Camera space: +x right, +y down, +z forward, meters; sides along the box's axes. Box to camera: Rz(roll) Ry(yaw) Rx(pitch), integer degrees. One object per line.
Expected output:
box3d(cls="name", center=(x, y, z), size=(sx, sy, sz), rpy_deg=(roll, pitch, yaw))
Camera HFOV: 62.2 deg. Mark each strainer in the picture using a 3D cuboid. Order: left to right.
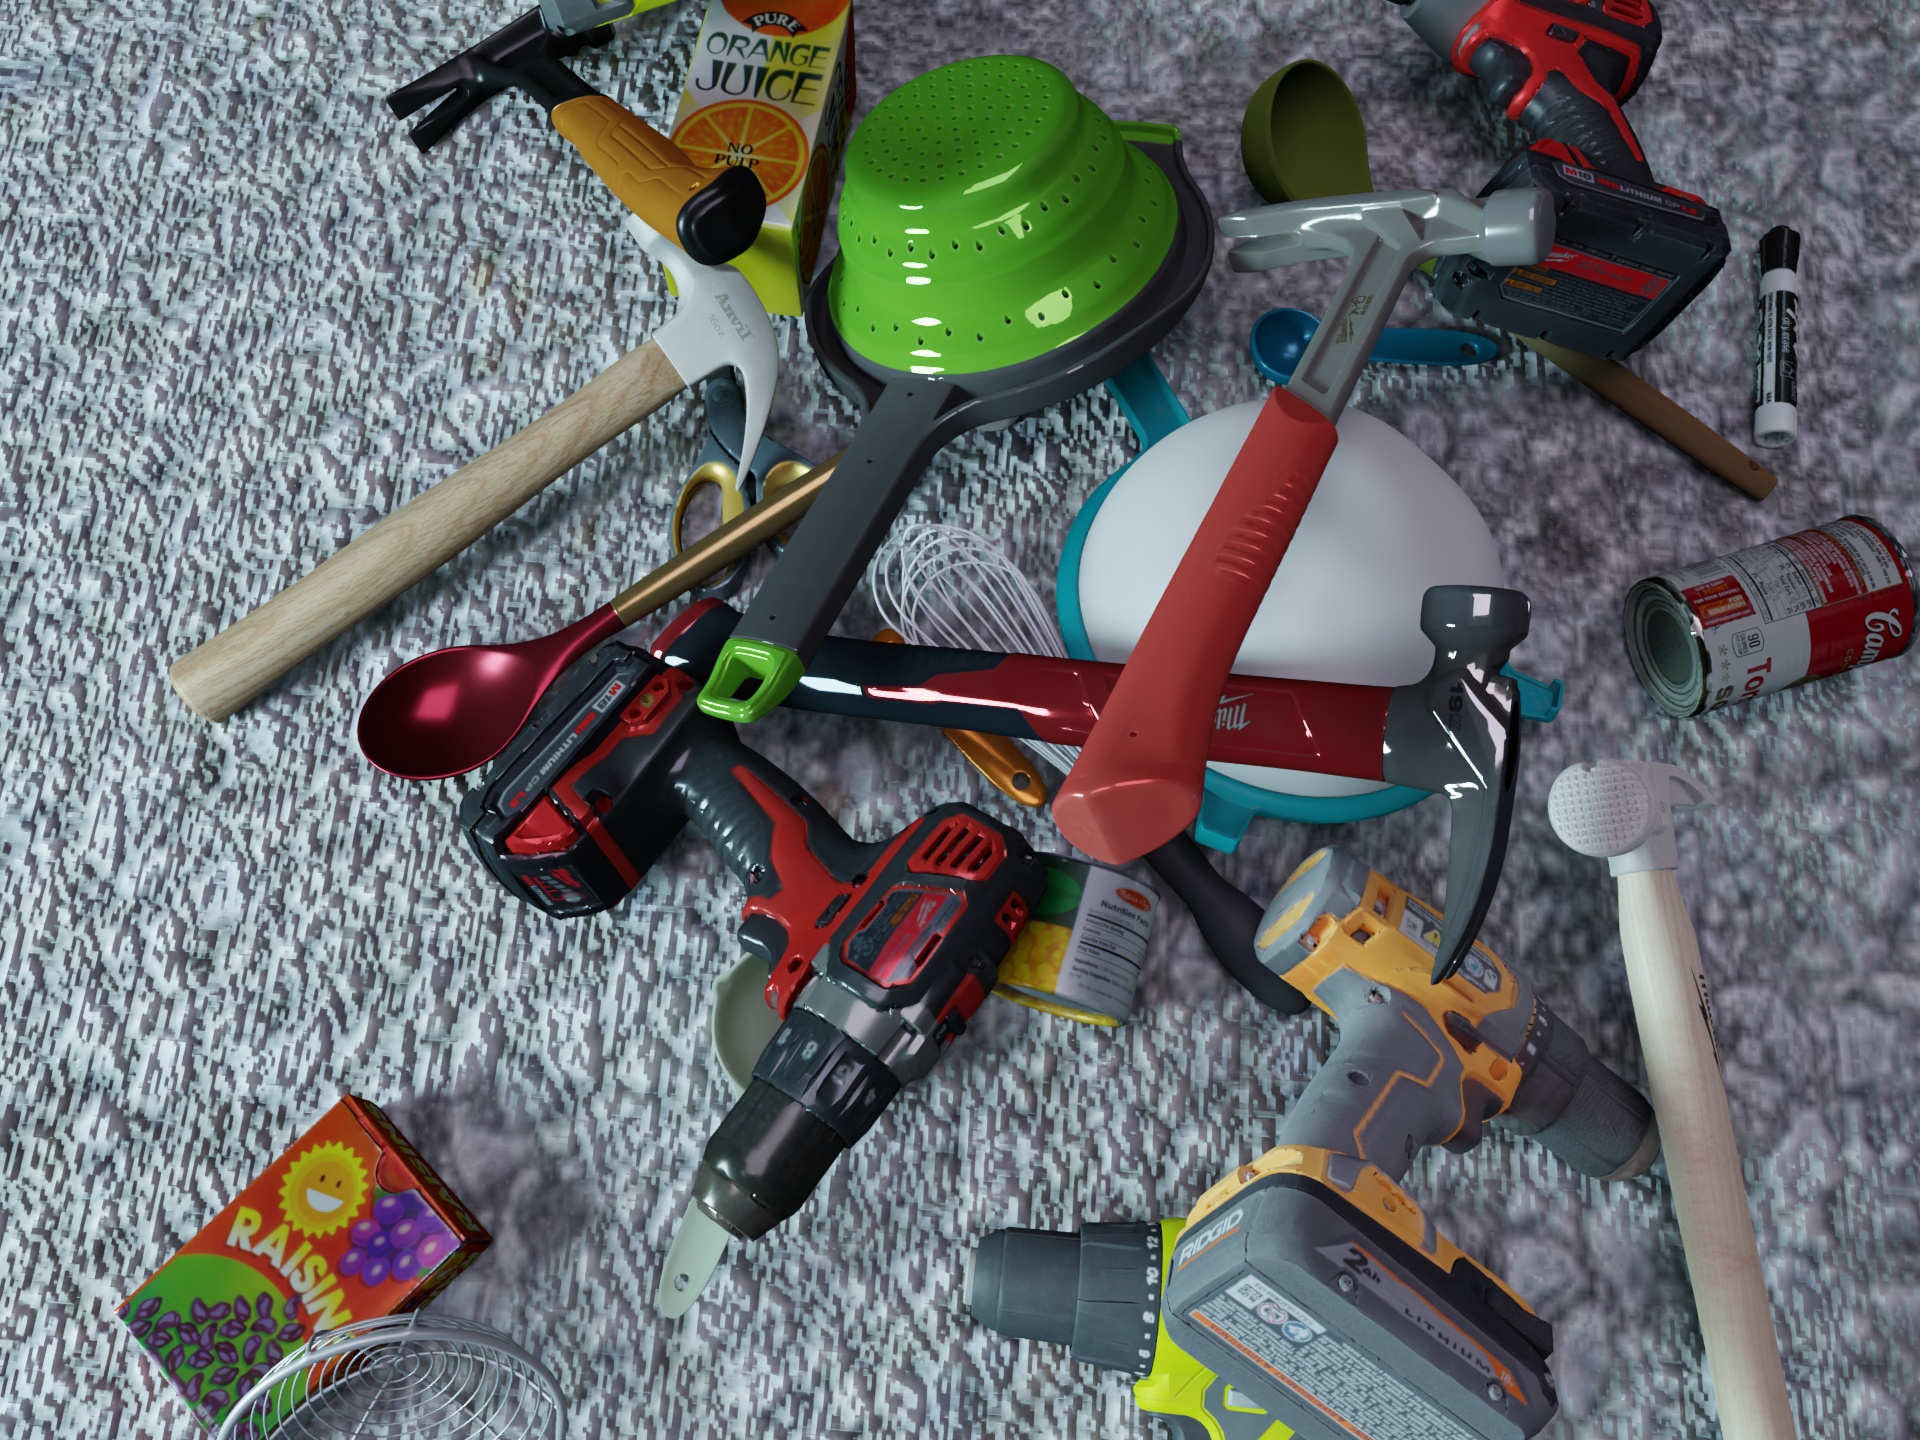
box3d(cls="strainer", center=(0.126, -0.120, 0.719), size=(0.211, 0.095, 0.341), rpy_deg=(-19, 66, -19))

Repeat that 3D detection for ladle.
box3d(cls="ladle", center=(-0.141, -0.066, 0.755), size=(0.315, 0.031, 0.069), rpy_deg=(-33, 68, -3))
box3d(cls="ladle", center=(0.271, -0.216, 0.786), size=(0.320, 0.062, 0.078), rpy_deg=(40, 61, 11))

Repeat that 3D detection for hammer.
box3d(cls="hammer", center=(-0.229, -0.102, 0.754), size=(0.331, 0.031, 0.130), rpy_deg=(-35, 101, 2))
box3d(cls="hammer", center=(-0.178, -0.277, 0.753), size=(0.127, 0.034, 0.337), rpy_deg=(-35, 43, -7))
box3d(cls="hammer", center=(0.028, 0.006, 0.659), size=(0.386, 0.038, 0.143), rpy_deg=(7, 90, 30))
box3d(cls="hammer", center=(0.113, -0.095, 0.616), size=(0.149, 0.036, 0.359), rpy_deg=(6, 50, 34))
box3d(cls="hammer", center=(0.304, 0.220, 0.626), size=(0.038, 0.146, 0.411), rpy_deg=(-14, 78, 34))

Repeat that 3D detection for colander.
box3d(cls="colander", center=(-0.023, -0.178, 0.712), size=(0.204, 0.094, 0.397), rpy_deg=(12, 60, 28))

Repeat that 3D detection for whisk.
box3d(cls="whisk", center=(0.060, 0.020, 0.719), size=(0.070, 0.070, 0.285), rpy_deg=(-38, 78, -9))

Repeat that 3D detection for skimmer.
box3d(cls="skimmer", center=(-0.111, 0.350, 0.596), size=(0.363, 0.090, 0.127), rpy_deg=(33, 108, 10))

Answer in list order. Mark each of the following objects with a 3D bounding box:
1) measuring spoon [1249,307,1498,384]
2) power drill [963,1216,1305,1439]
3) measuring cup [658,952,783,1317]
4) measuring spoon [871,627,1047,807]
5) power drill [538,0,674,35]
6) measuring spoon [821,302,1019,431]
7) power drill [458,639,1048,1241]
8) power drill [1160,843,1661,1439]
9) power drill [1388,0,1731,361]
box3d(cls="measuring spoon", center=(0.206, -0.184, 0.801), size=(0.128, 0.021, 0.042), rpy_deg=(0, 68, -7))
box3d(cls="power drill", center=(0.088, 0.308, 0.609), size=(0.190, 0.080, 0.229), rpy_deg=(5, 69, 3))
box3d(cls="measuring cup", center=(-0.085, 0.173, 0.682), size=(0.083, 0.038, 0.168), rpy_deg=(22, 76, 9))
box3d(cls="measuring spoon", center=(-0.001, -0.002, 0.749), size=(0.021, 0.011, 0.117), rpy_deg=(-41, 75, -10))
box3d(cls="power drill", center=(-0.151, -0.445, 0.827), size=(0.171, 0.080, 0.223), rpy_deg=(-20, 49, -4))
box3d(cls="measuring spoon", center=(-0.023, -0.186, 0.808), size=(0.124, 0.018, 0.034), rpy_deg=(30, 76, 12))
box3d(cls="power drill", center=(-0.100, 0.083, 0.655), size=(0.227, 0.080, 0.188), rpy_deg=(27, 67, 25))
box3d(cls="power drill", center=(0.181, 0.169, 0.600), size=(0.185, 0.084, 0.226), rpy_deg=(36, 39, -2))
box3d(cls="power drill", center=(0.279, -0.289, 0.769), size=(0.143, 0.078, 0.220), rpy_deg=(12, 57, -14))
